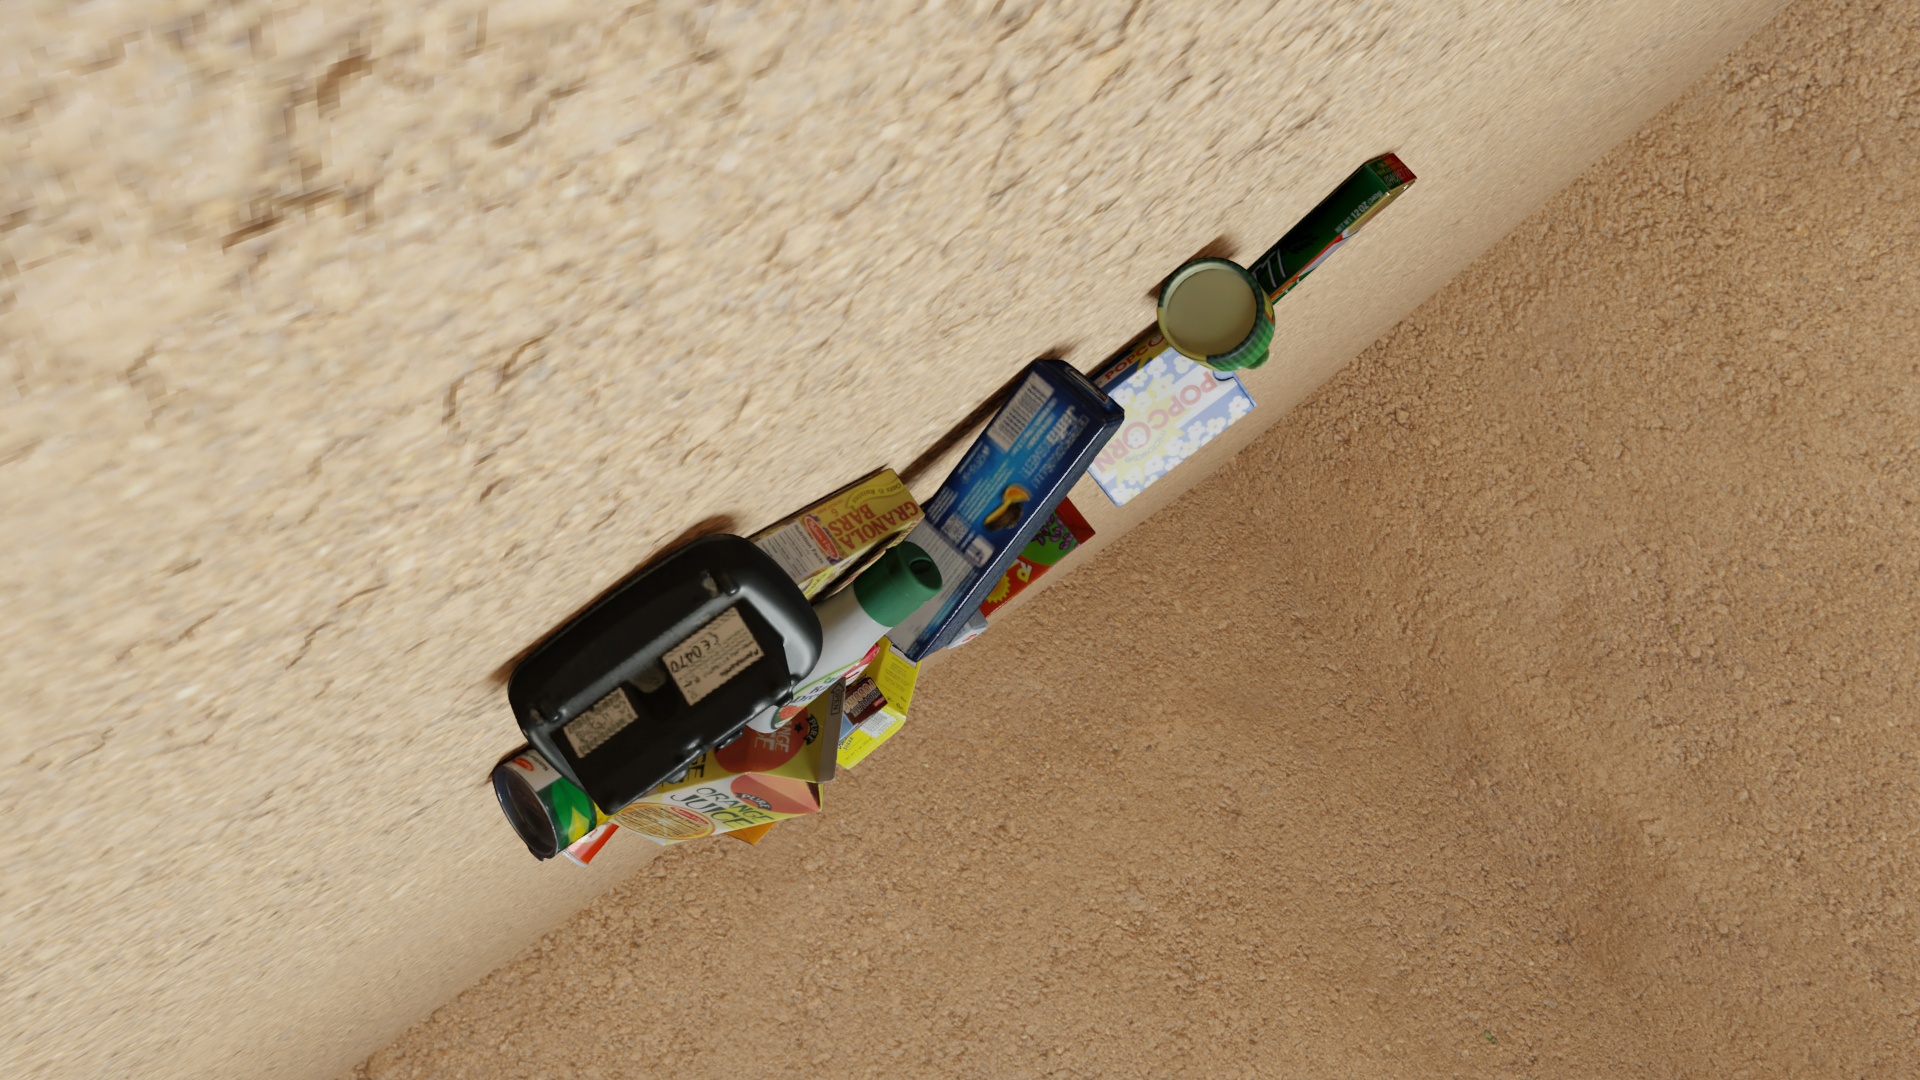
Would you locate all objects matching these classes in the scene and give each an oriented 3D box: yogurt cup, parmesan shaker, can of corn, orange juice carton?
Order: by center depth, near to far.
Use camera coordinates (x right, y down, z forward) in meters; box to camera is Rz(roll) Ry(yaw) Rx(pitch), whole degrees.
[{"bbox_3d":[-0.250,0.158,0.875,0.058,0.071,0.071,-32,172,-39],"label":"can of corn"},{"bbox_3d":[0.169,-0.143,0.897,0.071,0.071,0.103,-38,173,15],"label":"parmesan shaker"},{"bbox_3d":[-0.150,0.142,0.913,0.192,0.072,0.073,-19,141,33],"label":"orange juice carton"},{"bbox_3d":[-0.288,0.205,1.054,0.054,0.072,0.072,-43,175,-11],"label":"yogurt cup"}]

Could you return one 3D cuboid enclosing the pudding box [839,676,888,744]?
[{"bbox_3d":[-0.104,0.153,1.161,0.083,0.030,0.050,-43,171,38],"label":"pudding box"}]

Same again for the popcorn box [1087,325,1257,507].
[{"bbox_3d":[0.137,-0.095,1.004,0.126,0.085,0.038,-37,-151,8],"label":"popcorn box"}]

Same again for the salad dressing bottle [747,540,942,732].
[{"bbox_3d":[-0.074,0.056,0.813,0.147,0.044,0.064,-39,171,24],"label":"salad dressing bottle"}]

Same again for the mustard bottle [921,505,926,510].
[{"bbox_3d":[-0.011,0.000,1.036,0.160,0.065,0.048,-39,170,-7],"label":"mustard bottle"}]

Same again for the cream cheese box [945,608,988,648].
[{"bbox_3d":[-0.023,0.024,0.951,0.024,0.104,0.053,-36,173,10],"label":"cream cheese box"}]

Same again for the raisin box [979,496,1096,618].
[{"bbox_3d":[0.042,-0.002,1.191,0.123,0.086,0.040,-40,177,32],"label":"raisin box"}]

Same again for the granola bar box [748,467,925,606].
[{"bbox_3d":[-0.108,0.030,0.832,0.125,0.039,0.164,-30,171,-39],"label":"granola bar box"}]

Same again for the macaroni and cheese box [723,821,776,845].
[{"bbox_3d":[-0.164,0.182,1.279,0.123,0.040,0.167,-50,-161,54],"label":"macaroni and cheese box"}]

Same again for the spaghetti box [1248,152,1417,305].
[{"bbox_3d":[0.235,-0.197,1.050,0.050,0.029,0.249,-30,171,-45],"label":"spaghetti box"}]
